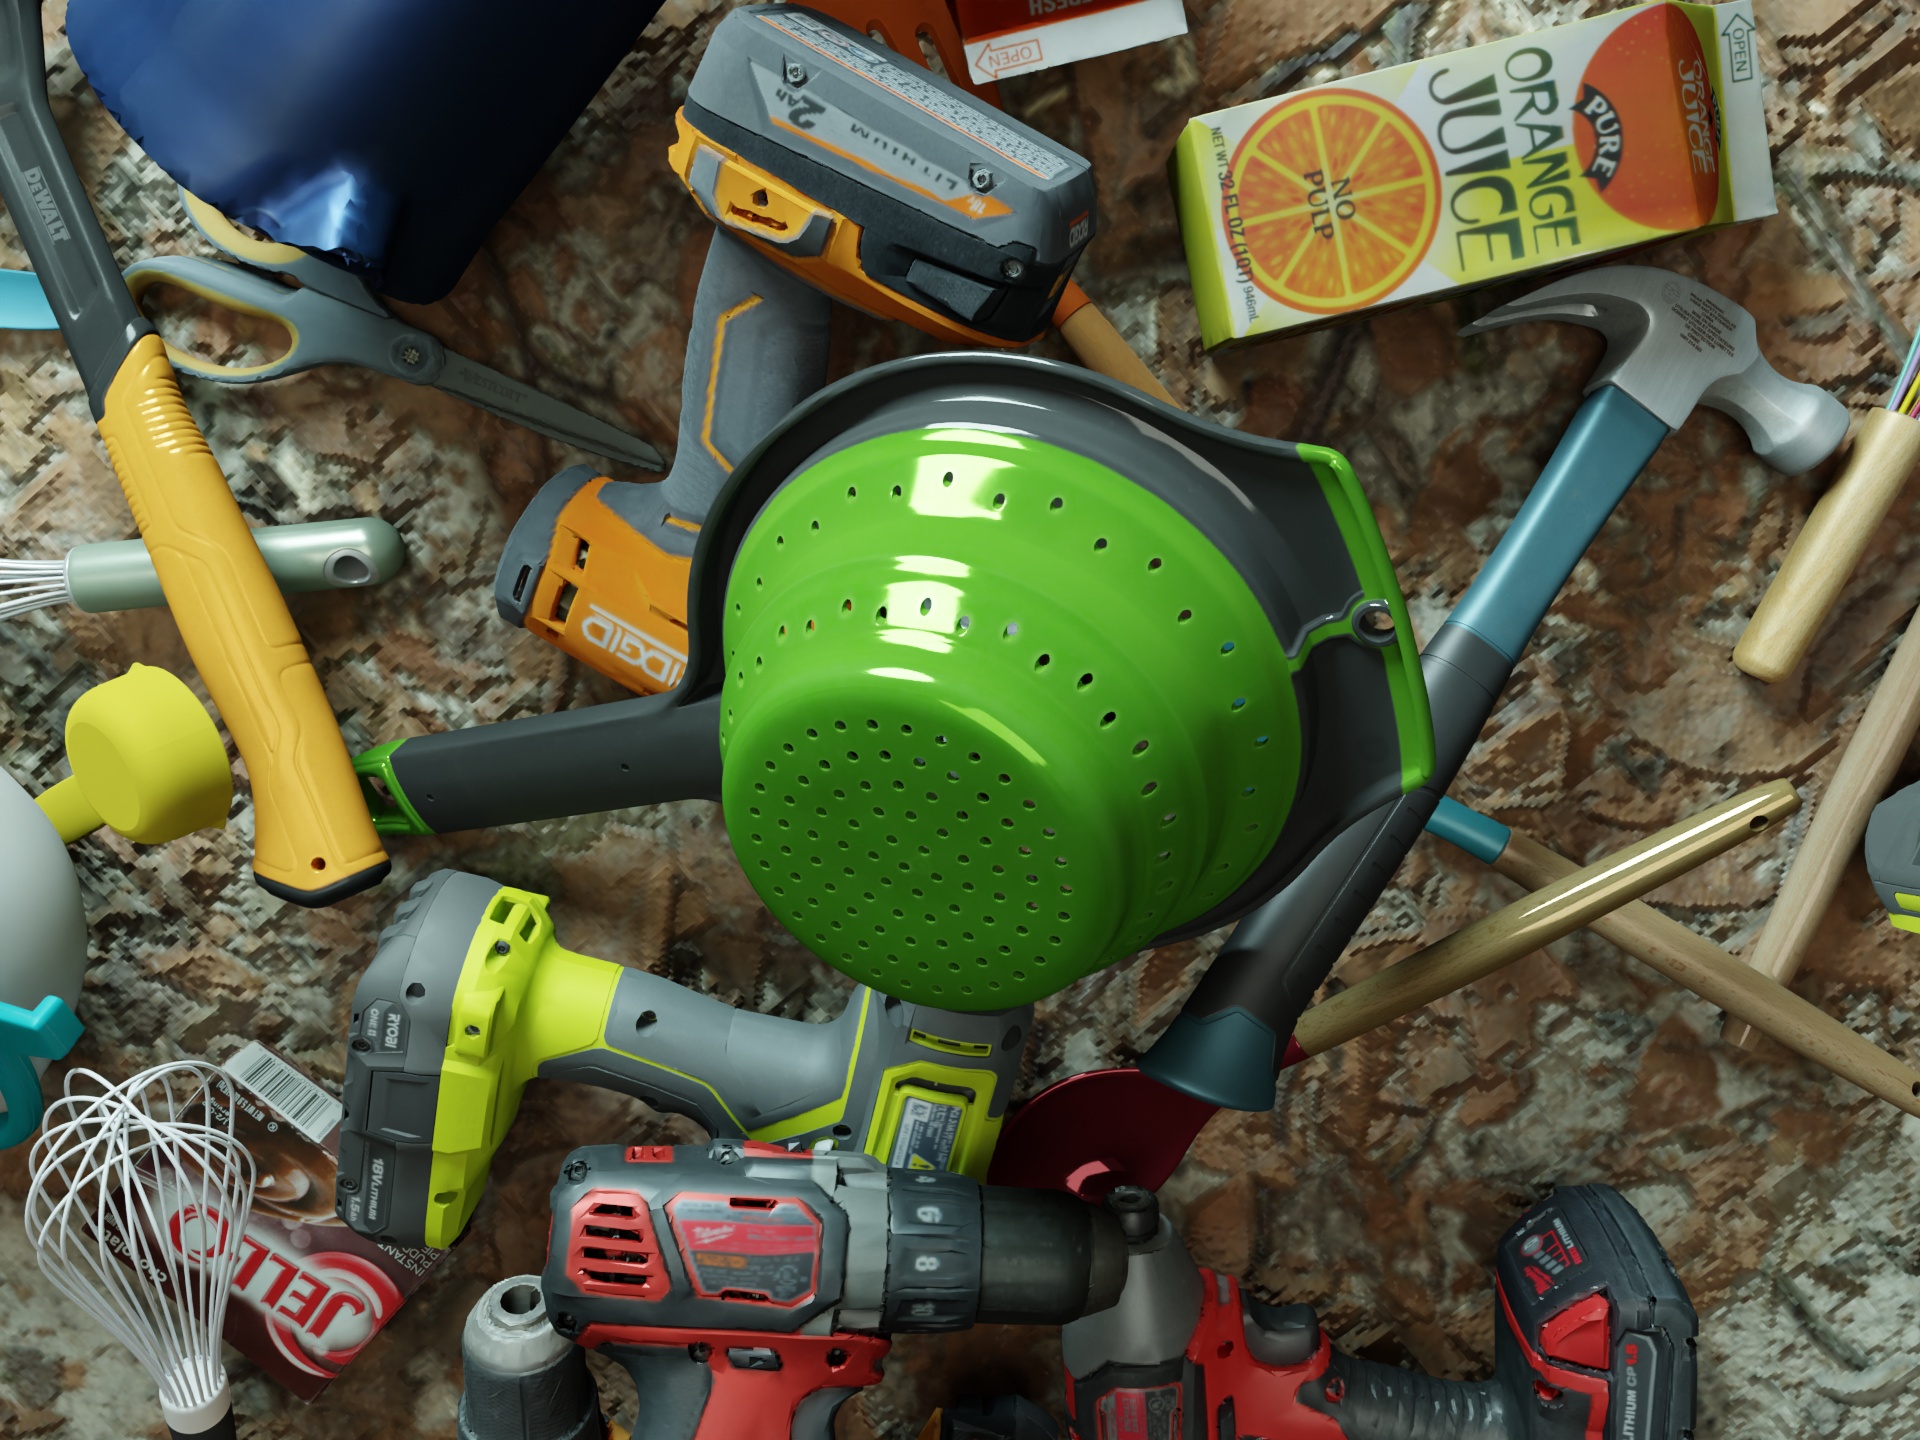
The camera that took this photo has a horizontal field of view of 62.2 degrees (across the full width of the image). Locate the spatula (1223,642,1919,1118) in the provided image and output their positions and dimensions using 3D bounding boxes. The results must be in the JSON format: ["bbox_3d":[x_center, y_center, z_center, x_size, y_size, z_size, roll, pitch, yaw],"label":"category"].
[{"bbox_3d":[0.219,0.059,0.570,0.317,0.044,0.082,31,78,2],"label":"spatula"}]

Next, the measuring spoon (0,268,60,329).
[{"bbox_3d":[-0.374,-0.154,0.575,0.128,0.021,0.042,3,98,-9],"label":"measuring spoon"}]

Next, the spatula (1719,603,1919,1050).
[{"bbox_3d":[0.351,-0.023,0.577,0.059,0.018,0.316,21,98,-5],"label":"spatula"}]

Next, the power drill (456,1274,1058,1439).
[{"bbox_3d":[-0.079,0.289,0.587,0.226,0.084,0.185,5,115,3],"label":"power drill"}]

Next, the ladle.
[{"bbox_3d":[0.143,0.101,0.564,0.315,0.031,0.069,-32,115,19],"label":"ladle"}]

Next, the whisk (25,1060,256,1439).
[{"bbox_3d":[-0.274,0.220,0.562,0.070,0.070,0.284,11,127,-1],"label":"whisk"}]

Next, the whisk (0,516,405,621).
[{"bbox_3d":[-0.325,-0.051,0.575,0.246,0.059,0.057,-6,135,-2],"label":"whisk"}]

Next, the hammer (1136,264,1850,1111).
[{"bbox_3d":[0.166,-0.012,0.528,0.128,0.033,0.331,36,81,-7],"label":"hammer"}]

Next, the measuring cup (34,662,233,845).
[{"bbox_3d":[-0.304,0.027,0.551,0.156,0.029,0.062,-20,98,38],"label":"measuring cup"}]

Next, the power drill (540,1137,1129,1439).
[{"bbox_3d":[-0.044,0.249,0.501,0.188,0.080,0.227,4,78,-6],"label":"power drill"}]

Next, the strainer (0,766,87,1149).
[{"bbox_3d":[-0.424,0.005,0.527,0.340,0.095,0.211,43,137,-15],"label":"strainer"}]

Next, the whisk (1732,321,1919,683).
[{"bbox_3d":[0.341,-0.123,0.552,0.051,0.047,0.245,27,103,9],"label":"whisk"}]

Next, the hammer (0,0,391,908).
[{"bbox_3d":[-0.266,-0.098,0.540,0.127,0.034,0.337,-22,94,-3],"label":"hammer"}]

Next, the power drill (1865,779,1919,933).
[{"bbox_3d":[0.400,0.125,0.549,0.190,0.080,0.228,-23,98,-16],"label":"power drill"}]

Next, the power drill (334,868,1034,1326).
[{"bbox_3d":[-0.100,0.146,0.578,0.223,0.080,0.171,13,113,-4],"label":"power drill"}]

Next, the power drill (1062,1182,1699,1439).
[{"bbox_3d":[0.147,0.237,0.591,0.219,0.078,0.143,-4,104,5],"label":"power drill"}]

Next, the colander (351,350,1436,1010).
[{"bbox_3d":[-0.069,0.022,0.478,0.397,0.094,0.204,-9,119,29],"label":"colander"}]

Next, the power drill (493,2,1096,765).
[{"bbox_3d":[-0.044,-0.087,0.513,0.164,0.084,0.226,30,120,2],"label":"power drill"}]

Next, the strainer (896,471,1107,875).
[{"bbox_3d":[-0.001,-0.002,0.577,0.087,0.050,0.258,19,105,18],"label":"strainer"}]

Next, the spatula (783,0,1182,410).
[{"bbox_3d":[0.056,-0.122,0.543,0.081,0.041,0.322,-39,89,-11],"label":"spatula"}]
